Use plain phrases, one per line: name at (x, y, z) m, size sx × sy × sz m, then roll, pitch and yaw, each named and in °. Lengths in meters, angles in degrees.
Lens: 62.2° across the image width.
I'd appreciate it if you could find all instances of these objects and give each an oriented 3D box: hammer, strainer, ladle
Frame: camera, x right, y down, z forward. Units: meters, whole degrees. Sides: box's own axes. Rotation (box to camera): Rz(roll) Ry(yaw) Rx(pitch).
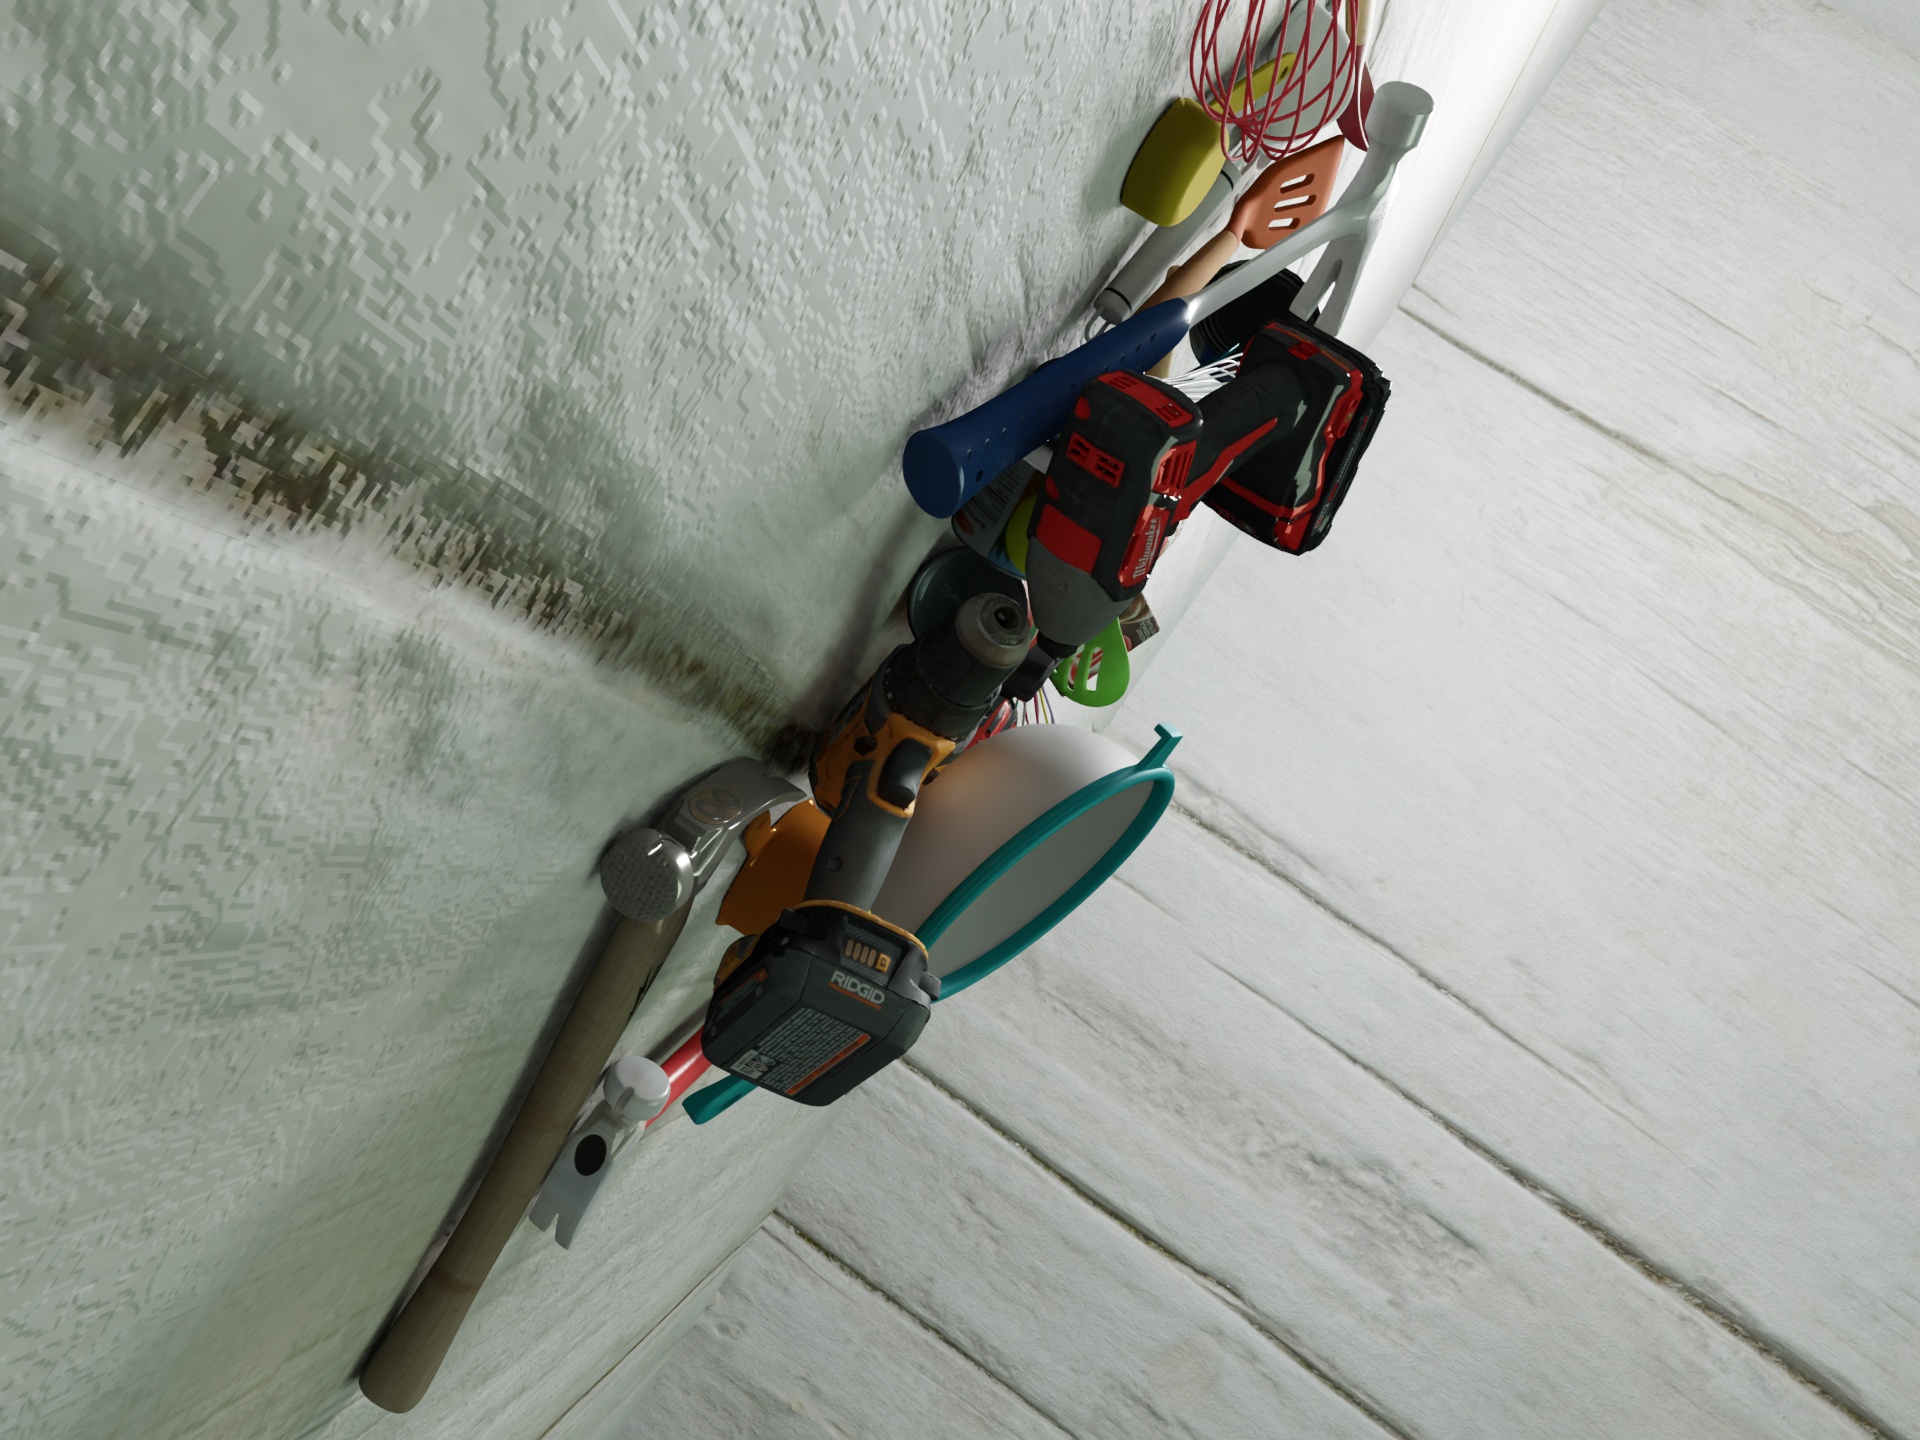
hammer at (-0.202, 0.195, 0.792) m, size 0.410 × 0.038 × 0.146 m, roll -58°, pitch 173°, yaw 22°
hammer at (0.115, -0.202, 0.811) m, size 0.405 × 0.035 × 0.144 m, roll -38°, pitch 155°, yaw -36°
strainer at (0.147, -0.296, 0.851) m, size 0.258 × 0.050 × 0.086 m, roll -51°, pitch 156°, yaw -10°
strainer at (-0.032, 0.102, 0.926) m, size 0.340 × 0.095 × 0.210 m, roll -32°, pitch 160°, yaw -19°
hammer at (-0.160, 0.215, 1.111) m, size 0.143 × 0.038 × 0.386 m, roll -58°, pitch 172°, yaw 24°
ladle at (0.231, -0.406, 0.914) m, size 0.315 × 0.031 × 0.069 m, roll 7°, pitch 77°, yaw -77°

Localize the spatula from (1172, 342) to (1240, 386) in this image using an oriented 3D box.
spatula at (0.097, -0.148, 1.130) m, size 0.082 × 0.044 × 0.317 m, roll -40°, pitch 165°, yaw -40°

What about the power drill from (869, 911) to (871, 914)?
power drill at (-0.057, 0.156, 1.171) m, size 0.223 × 0.080 × 0.171 m, roll -42°, pitch 137°, yaw -62°

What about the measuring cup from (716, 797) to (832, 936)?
measuring cup at (-0.095, 0.087, 0.912) m, size 0.095 × 0.052 × 0.173 m, roll -53°, pitch 174°, yaw -15°

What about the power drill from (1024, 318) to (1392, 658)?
power drill at (0.115, -0.116, 0.792) m, size 0.219 × 0.079 × 0.143 m, roll -28°, pitch 146°, yaw -44°

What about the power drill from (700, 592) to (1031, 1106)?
power drill at (-0.037, 0.054, 0.776) m, size 0.185 × 0.084 × 0.226 m, roll -45°, pitch -157°, yaw 50°

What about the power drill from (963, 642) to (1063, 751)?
power drill at (-0.002, -0.003, 1.037) m, size 0.188 × 0.080 × 0.226 m, roll -48°, pitch 172°, yaw -39°

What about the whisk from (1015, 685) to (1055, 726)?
whisk at (0.058, -0.032, 1.244) m, size 0.051 × 0.047 × 0.244 m, roll -23°, pitch 149°, yaw -14°

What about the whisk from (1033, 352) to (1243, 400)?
whisk at (0.122, -0.184, 0.916) m, size 0.284 × 0.070 × 0.070 m, roll -10°, pitch 137°, yaw -54°

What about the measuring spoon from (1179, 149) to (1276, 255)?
measuring spoon at (0.144, -0.301, 0.911) m, size 0.124 × 0.018 × 0.034 m, roll -48°, pitch 167°, yaw -4°

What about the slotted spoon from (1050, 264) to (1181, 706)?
slotted spoon at (0.104, -0.139, 1.028) m, size 0.031 × 0.070 × 0.313 m, roll -32°, pitch 141°, yaw -48°

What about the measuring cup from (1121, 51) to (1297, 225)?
measuring cup at (0.134, -0.291, 0.781) m, size 0.156 × 0.029 × 0.062 m, roll -43°, pitch 166°, yaw -33°

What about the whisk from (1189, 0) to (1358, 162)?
whisk at (0.134, -0.323, 0.610) m, size 0.073 × 0.073 × 0.295 m, roll -53°, pitch 165°, yaw -17°

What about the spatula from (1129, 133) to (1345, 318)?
spatula at (0.158, -0.273, 0.941) m, size 0.323 × 0.041 × 0.081 m, roll -51°, pitch 160°, yaw -47°
